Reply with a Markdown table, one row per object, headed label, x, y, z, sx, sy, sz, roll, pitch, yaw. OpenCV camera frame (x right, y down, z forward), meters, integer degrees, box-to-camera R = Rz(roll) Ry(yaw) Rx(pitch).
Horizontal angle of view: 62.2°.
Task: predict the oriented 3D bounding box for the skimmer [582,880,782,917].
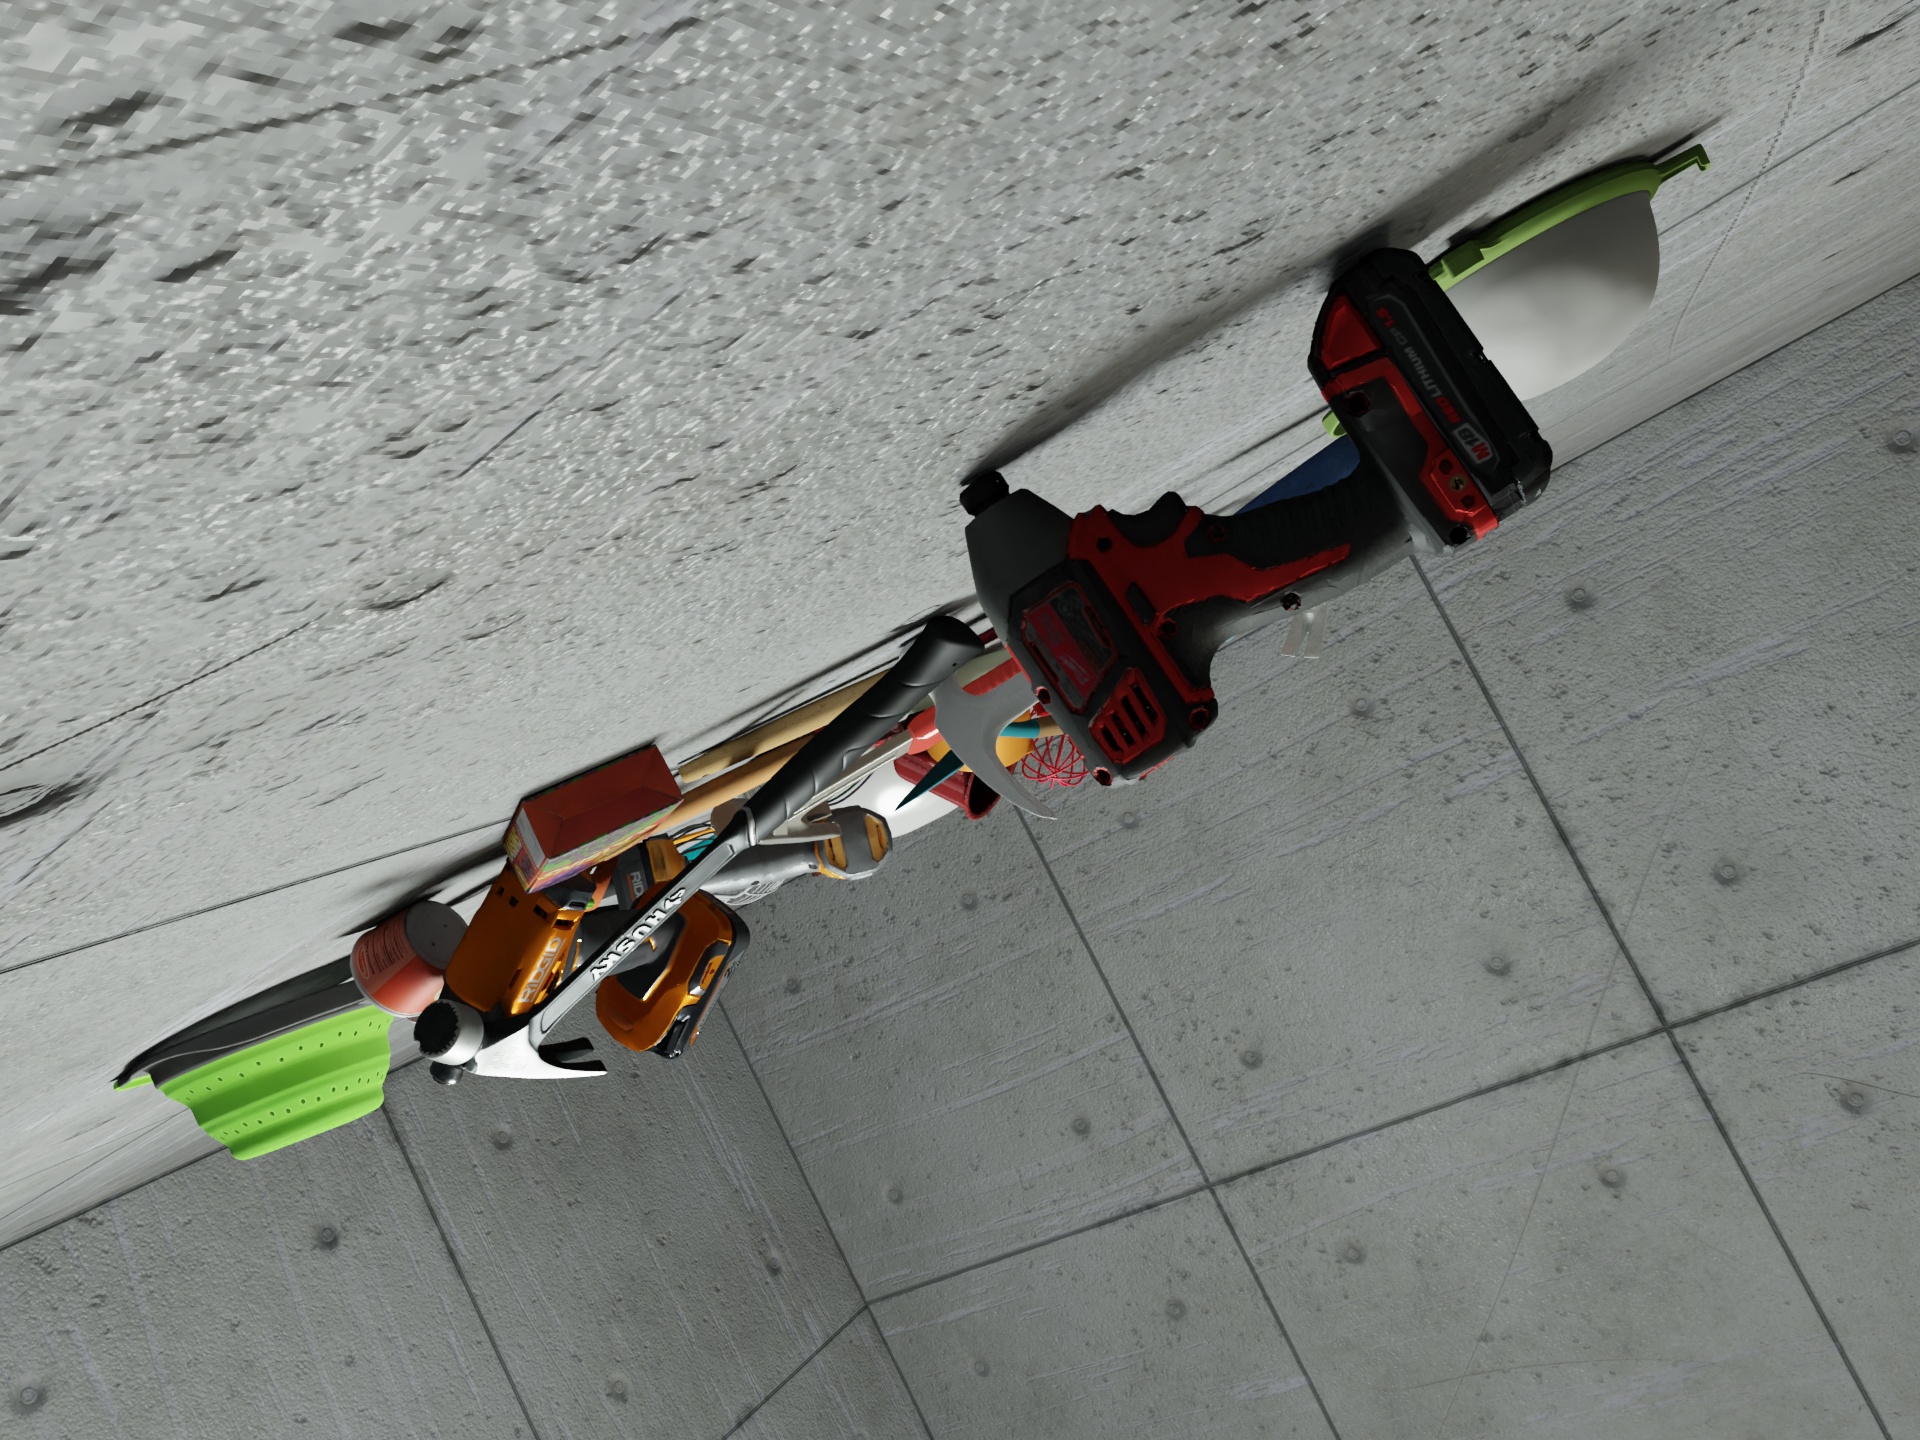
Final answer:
| label | x | y | z | sx | sy | sz | roll | pitch | yaw |
| --- | --- | --- | --- | --- | --- | --- | --- | --- | --- |
| skimmer | -0.311 | 0.162 | 1.660 | 0.363 | 0.090 | 0.127 | -7 | 165 | -47 |

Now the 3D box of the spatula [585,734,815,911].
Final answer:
| label | x | y | z | sx | sy | sz | roll | pitch | yaw |
| --- | --- | --- | --- | --- | --- | --- | --- | --- | --- |
| spatula | -0.203 | 0.076 | 1.103 | 0.322 | 0.041 | 0.081 | -25 | 159 | 39 |

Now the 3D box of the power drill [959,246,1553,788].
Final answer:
| label | x | y | z | sx | sy | sz | roll | pitch | yaw |
| --- | --- | --- | --- | --- | --- | --- | --- | --- | --- |
| power drill | 0.110 | -0.085 | 0.648 | 0.219 | 0.143 | 0.078 | -35 | 178 | 13 |

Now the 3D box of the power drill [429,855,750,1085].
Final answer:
| label | x | y | z | sx | sy | sz | roll | pitch | yaw |
| --- | --- | --- | --- | --- | --- | --- | --- | --- | --- |
| power drill | -0.261 | 0.178 | 1.098 | 0.164 | 0.084 | 0.226 | -61 | 150 | 3 |

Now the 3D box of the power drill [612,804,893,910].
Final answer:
| label | x | y | z | sx | sy | sz | roll | pitch | yaw |
| --- | --- | --- | --- | --- | --- | --- | --- | --- | --- |
| power drill | -0.177 | 0.122 | 1.349 | 0.226 | 0.084 | 0.185 | -13 | 178 | -12 |

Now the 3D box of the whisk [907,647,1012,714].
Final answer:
| label | x | y | z | sx | sy | sz | roll | pitch | yaw |
| --- | --- | --- | --- | --- | --- | --- | --- | --- | --- |
| whisk | 0.058 | -0.048 | 1.158 | 0.246 | 0.058 | 0.059 | -18 | 167 | 21 |

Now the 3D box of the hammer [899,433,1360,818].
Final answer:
| label | x | y | z | sx | sy | sz | roll | pitch | yaw |
| --- | --- | --- | --- | --- | --- | --- | --- | --- | --- |
| hammer | 0.156 | -0.094 | 0.965 | 0.405 | 0.144 | 0.035 | -35 | 164 | 14 |

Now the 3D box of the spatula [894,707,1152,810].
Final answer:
| label | x | y | z | sx | sy | sz | roll | pitch | yaw |
| --- | --- | --- | --- | --- | --- | --- | --- | --- | --- |
| spatula | 0.079 | 0.014 | 1.263 | 0.317 | 0.044 | 0.082 | -10 | 162 | -42 |

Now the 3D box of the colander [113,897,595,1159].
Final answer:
| label | x | y | z | sx | sy | sz | roll | pitch | yaw |
| --- | --- | --- | --- | --- | --- | --- | --- | --- | --- |
| colander | -0.431 | 0.237 | 1.179 | 0.397 | 0.094 | 0.204 | -24 | 174 | 14 |

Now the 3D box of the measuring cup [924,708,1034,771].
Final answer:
| label | x | y | z | sx | sy | sz | roll | pitch | yaw |
| --- | --- | --- | --- | --- | --- | --- | --- | --- | --- |
| measuring cup | 0.028 | -0.028 | 1.324 | 0.095 | 0.052 | 0.174 | 9 | -142 | 17 |

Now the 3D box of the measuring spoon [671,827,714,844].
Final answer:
| label | x | y | z | sx | sy | sz | roll | pitch | yaw |
| --- | --- | --- | --- | --- | --- | --- | --- | --- | --- |
| measuring spoon | -0.250 | 0.104 | 1.485 | 0.117 | 0.011 | 0.021 | -17 | 168 | -47 |

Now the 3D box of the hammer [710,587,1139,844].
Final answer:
| label | x | y | z | sx | sy | sz | roll | pitch | yaw |
| --- | --- | --- | --- | --- | --- | --- | --- | --- | --- |
| hammer | -0.002 | -0.004 | 1.103 | 0.359 | 0.037 | 0.149 | -31 | 165 | 24 |

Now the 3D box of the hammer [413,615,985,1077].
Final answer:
| label | x | y | z | sx | sy | sz | roll | pitch | yaw |
| --- | --- | --- | --- | --- | --- | --- | --- | --- | --- |
| hammer | -0.143 | 0.082 | 0.988 | 0.409 | 0.036 | 0.149 | -42 | 149 | 2 |

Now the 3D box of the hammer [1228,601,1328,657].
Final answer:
| label | x | y | z | sx | sy | sz | roll | pitch | yaw |
| --- | --- | --- | --- | --- | --- | --- | --- | --- | --- |
| hammer | 0.256 | -0.103 | 1.293 | 0.033 | 0.128 | 0.331 | 6 | -169 | 24 |

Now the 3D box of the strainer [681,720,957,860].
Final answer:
| label | x | y | z | sx | sy | sz | roll | pitch | yaw |
| --- | --- | --- | --- | --- | --- | --- | --- | --- | --- |
| strainer | -0.106 | 0.088 | 1.575 | 0.340 | 0.095 | 0.211 | -28 | 176 | -4 |

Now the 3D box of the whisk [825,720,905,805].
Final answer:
| label | x | y | z | sx | sy | sz | roll | pitch | yaw |
| --- | --- | --- | --- | --- | --- | --- | --- | --- | --- |
| whisk | -0.071 | 0.021 | 1.393 | 0.047 | 0.051 | 0.245 | -25 | -177 | 42 |

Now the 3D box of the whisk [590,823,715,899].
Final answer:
| label | x | y | z | sx | sy | sz | roll | pitch | yaw |
| --- | --- | --- | --- | --- | --- | --- | --- | --- | --- |
| whisk | -0.288 | 0.133 | 1.388 | 0.239 | 0.055 | 0.055 | -15 | 168 | -47 |

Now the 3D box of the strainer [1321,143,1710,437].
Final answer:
| label | x | y | z | sx | sy | sz | roll | pitch | yaw |
| --- | --- | --- | --- | --- | --- | --- | --- | --- | --- |
| strainer | 0.256 | -0.178 | 0.796 | 0.151 | 0.069 | 0.256 | -26 | 174 | -18 |

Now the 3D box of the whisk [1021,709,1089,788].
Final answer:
| label | x | y | z | sx | sy | sz | roll | pitch | yaw |
| --- | --- | --- | --- | --- | --- | --- | --- | --- | --- |
| whisk | 0.098 | -0.016 | 1.433 | 0.073 | 0.073 | 0.296 | -29 | -164 | 20 |

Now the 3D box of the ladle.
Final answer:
| label | x | y | z | sx | sy | sz | roll | pitch | yaw |
| --- | --- | --- | --- | --- | --- | --- | --- | --- | --- |
| ladle | -0.042 | -0.027 | 1.071 | 0.315 | 0.031 | 0.069 | -24 | 171 | -10 |
